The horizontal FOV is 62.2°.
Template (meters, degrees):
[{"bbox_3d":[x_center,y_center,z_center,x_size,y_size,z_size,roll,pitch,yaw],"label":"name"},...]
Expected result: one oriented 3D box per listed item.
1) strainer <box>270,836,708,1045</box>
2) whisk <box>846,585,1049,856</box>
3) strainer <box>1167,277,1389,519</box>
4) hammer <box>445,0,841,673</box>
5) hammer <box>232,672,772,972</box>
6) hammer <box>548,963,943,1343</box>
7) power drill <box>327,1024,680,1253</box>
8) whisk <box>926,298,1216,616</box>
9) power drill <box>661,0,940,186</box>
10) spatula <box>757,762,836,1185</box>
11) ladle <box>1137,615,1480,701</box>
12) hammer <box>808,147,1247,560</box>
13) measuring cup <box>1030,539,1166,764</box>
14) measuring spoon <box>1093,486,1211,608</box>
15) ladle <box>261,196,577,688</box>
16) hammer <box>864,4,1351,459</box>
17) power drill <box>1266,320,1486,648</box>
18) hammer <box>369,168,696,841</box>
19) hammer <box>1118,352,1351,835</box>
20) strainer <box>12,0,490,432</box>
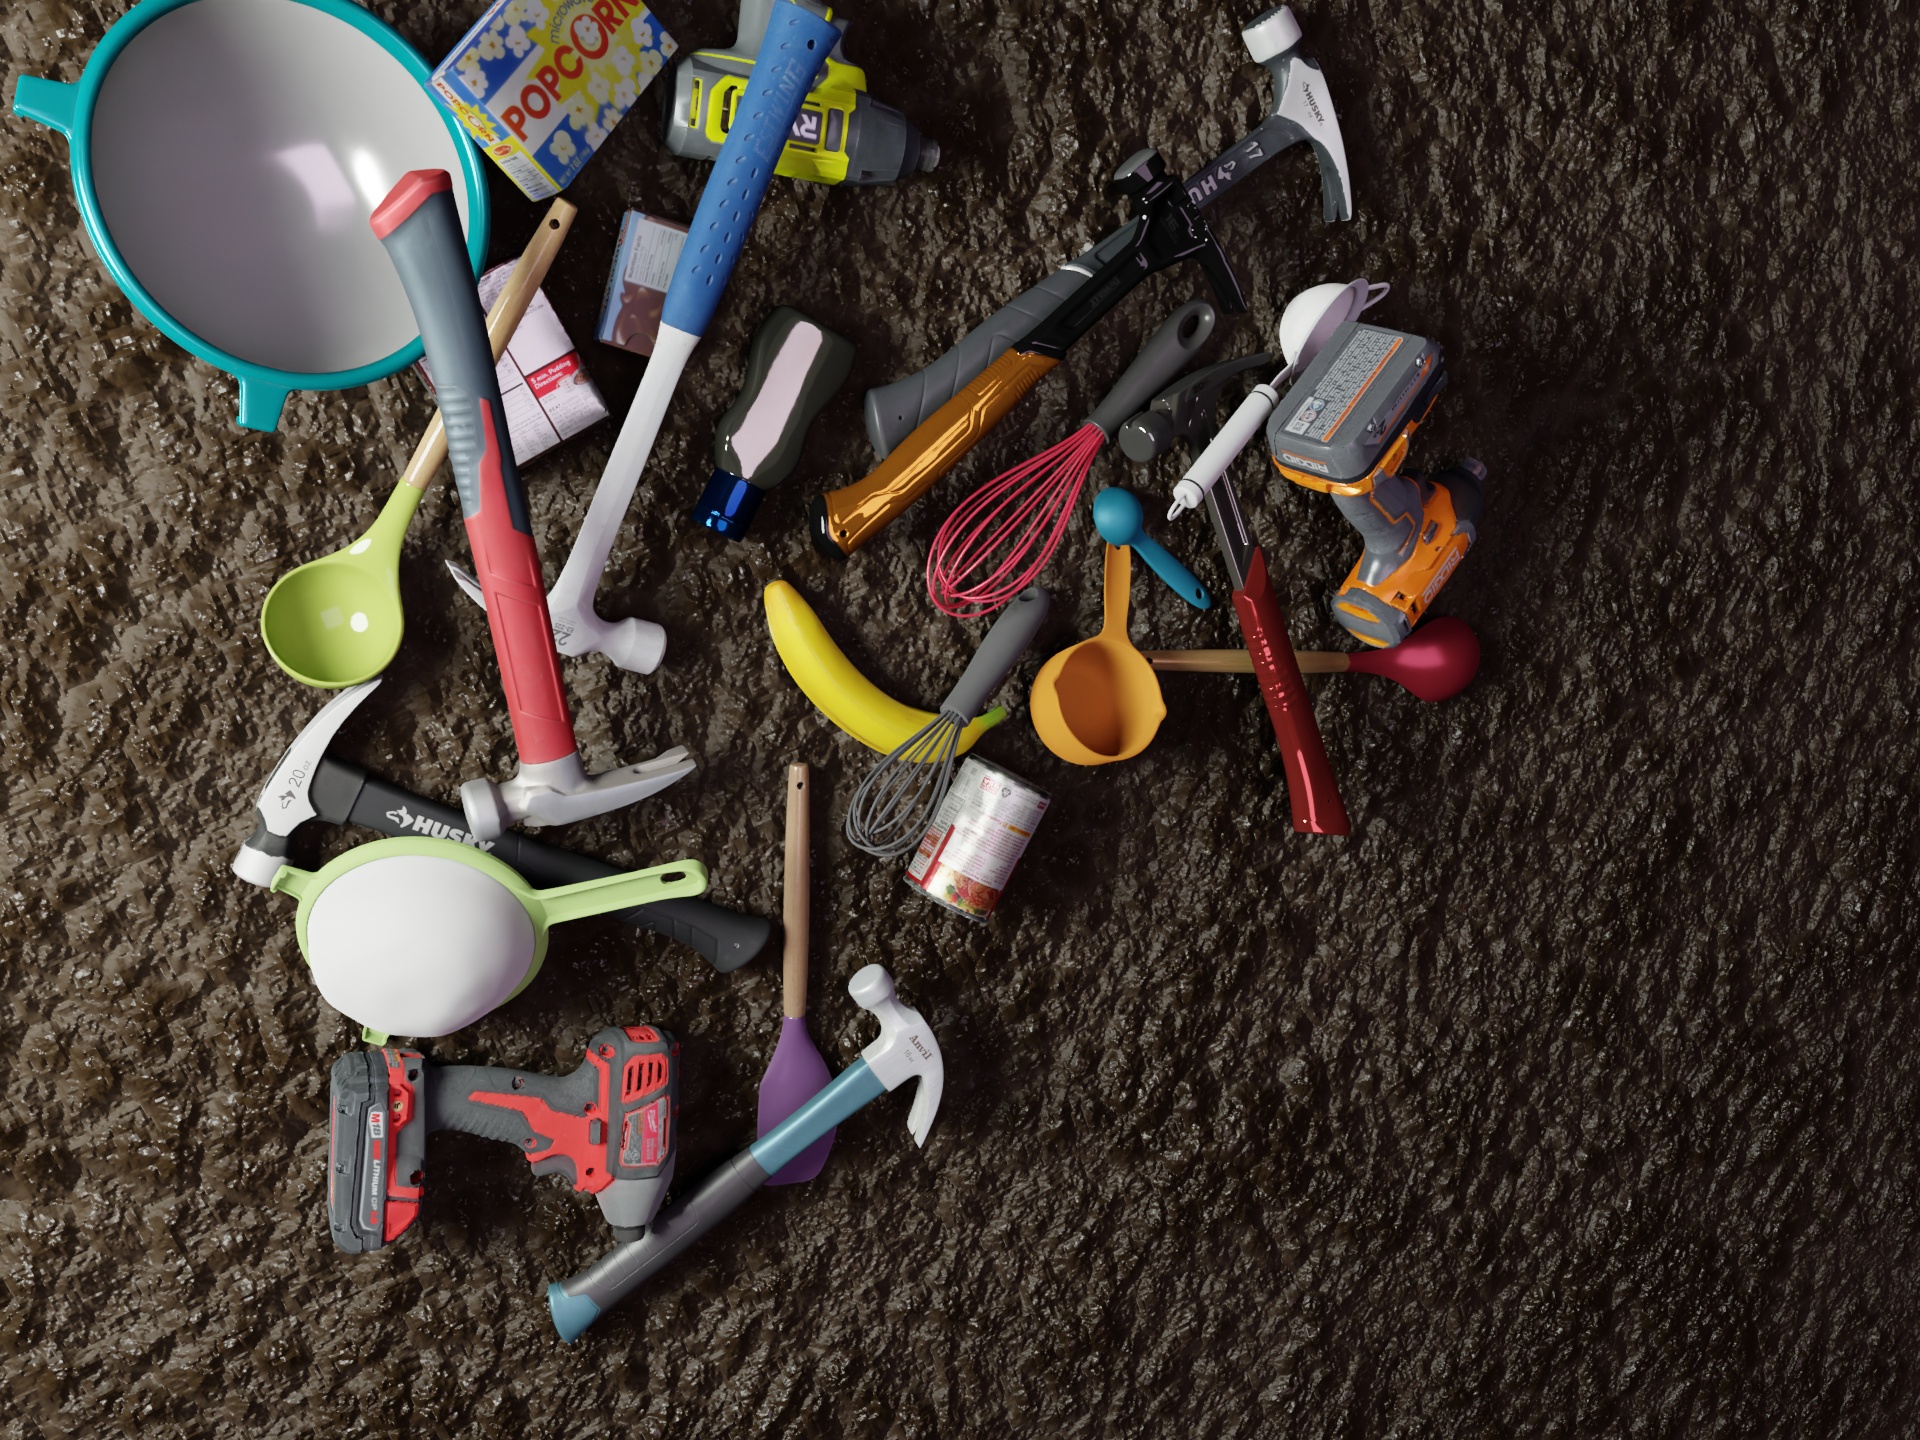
[{"bbox_3d":[-0.279,0.137,0.967,0.256,0.069,0.151,-13,126,1],"label":"strainer"},{"bbox_3d":[-0.001,-0.004,1.075,0.055,0.055,0.239,46,62,-23],"label":"whisk"},{"bbox_3d":[0.211,-0.228,1.092,0.050,0.086,0.258,33,67,15],"label":"strainer"},{"bbox_3d":[-0.175,-0.225,0.947,0.144,0.035,0.405,16,106,-35],"label":"hammer"},{"bbox_3d":[-0.274,0.087,1.030,0.334,0.035,0.146,25,93,-24],"label":"hammer"},{"bbox_3d":[-0.152,0.318,1.118,0.331,0.033,0.128,-37,111,-5],"label":"hammer"},{"bbox_3d":[-0.293,0.278,1.039,0.219,0.078,0.143,1,93,-25],"label":"power drill"},{"bbox_3d":[0.081,-0.185,1.095,0.296,0.073,0.073,-49,114,-11],"label":"whisk"},{"bbox_3d":[-0.083,-0.444,0.963,0.171,0.080,0.223,3,104,-22],"label":"power drill"},{"bbox_3d":[-0.114,0.183,1.122,0.059,0.018,0.316,-3,104,-19],"label":"spatula"},{"bbox_3d":[0.270,-0.046,1.214,0.315,0.031,0.069,-1,102,-19],"label":"ladle"},{"bbox_3d":[0.038,-0.220,1.045,0.337,0.034,0.127,-42,113,-6],"label":"hammer"},{"bbox_3d":[0.096,-0.052,1.139,0.095,0.052,0.174,13,72,-25],"label":"measuring cup"},{"bbox_3d":[0.145,-0.122,1.144,0.128,0.021,0.042,39,61,-27],"label":"measuring spoon"},{"bbox_3d":[-0.305,-0.157,0.916,0.078,0.062,0.320,30,104,-15],"label":"ladle"},{"bbox_3d":[0.100,-0.309,1.084,0.409,0.036,0.149,-38,113,-9],"label":"hammer"},{"bbox_3d":[0.311,-0.176,1.138,0.164,0.084,0.226,-52,139,-13],"label":"power drill"},{"bbox_3d":[-0.250,-0.116,0.913,0.143,0.038,0.386,-16,119,-21],"label":"hammer"},{"bbox_3d":[0.222,-0.078,1.151,0.149,0.037,0.359,-35,112,-35],"label":"hammer"},{"bbox_3d":[-0.333,-0.322,0.895,0.340,0.095,0.210,-44,120,-29],"label":"strainer"}]
